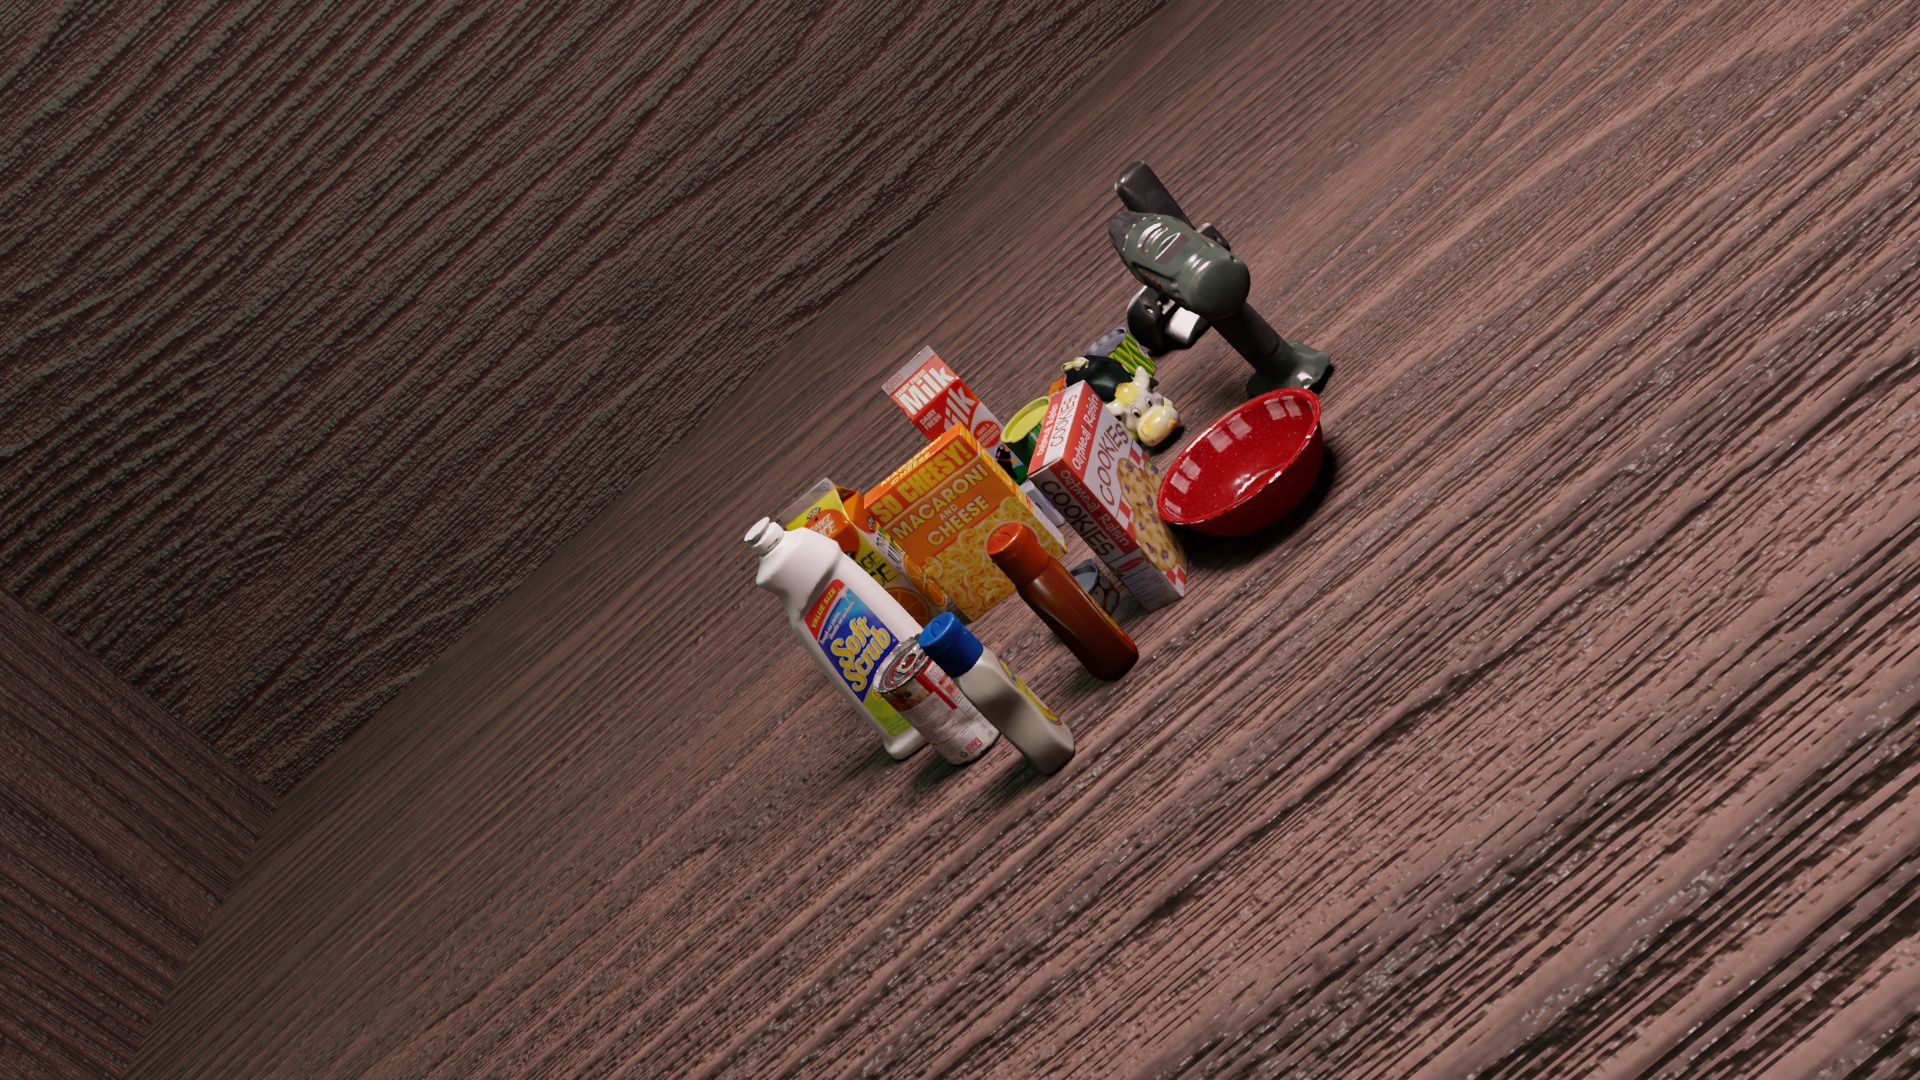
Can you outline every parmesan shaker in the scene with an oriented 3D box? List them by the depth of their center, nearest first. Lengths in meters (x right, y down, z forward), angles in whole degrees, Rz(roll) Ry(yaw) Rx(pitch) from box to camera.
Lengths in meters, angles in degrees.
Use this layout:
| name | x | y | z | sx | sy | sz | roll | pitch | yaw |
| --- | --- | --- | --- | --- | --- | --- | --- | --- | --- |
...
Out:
| name | x | y | z | sx | sy | sz | roll | pitch | yaw |
| --- | --- | --- | --- | --- | --- | --- | --- | --- | --- |
| parmesan shaker | 0.098 | -0.087 | 1.424 | 0.071 | 0.103 | 0.071 | -36 | 21 | 17 |

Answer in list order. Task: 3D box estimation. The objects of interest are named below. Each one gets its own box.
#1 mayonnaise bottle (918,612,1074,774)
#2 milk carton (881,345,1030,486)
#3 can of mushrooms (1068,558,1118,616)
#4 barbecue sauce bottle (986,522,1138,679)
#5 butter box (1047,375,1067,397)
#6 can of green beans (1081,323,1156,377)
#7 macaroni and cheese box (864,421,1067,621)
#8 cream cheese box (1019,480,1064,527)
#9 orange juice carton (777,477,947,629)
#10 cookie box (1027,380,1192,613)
| name | x | y | z | sx | sy | sz | roll | pitch | yaw |
| --- | --- | --- | --- | --- | --- | --- | --- | --- | --- |
| mayonnaise bottle | 0.028 | 0.118 | 1.086 | 0.041 | 0.148 | 0.065 | -41 | 20 | 5 |
| milk carton | 0.000 | -0.127 | 1.556 | 0.072 | 0.190 | 0.073 | -42 | 20 | 2 |
| can of mushrooms | 0.107 | 0.052 | 1.235 | 0.071 | 0.033 | 0.071 | -36 | 21 | 17 |
| barbecue sauce bottle | 0.080 | 0.049 | 1.126 | 0.044 | 0.148 | 0.065 | -45 | 20 | -6 |
| butter box | 0.117 | -0.137 | 1.560 | 0.024 | 0.053 | 0.104 | -29 | 24 | 32 |
| can of green beans | 0.178 | -0.198 | 1.563 | 0.071 | 0.057 | 0.071 | -36 | 21 | 17 |
| macaroni and cheese box | 0.005 | -0.017 | 1.366 | 0.123 | 0.166 | 0.040 | -37 | 21 | 14 |
| cream cheese box | 0.054 | -0.020 | 1.443 | 0.103 | 0.053 | 0.024 | -30 | 24 | 30 |
| orange juice carton | -0.101 | 0.022 | 1.444 | 0.071 | 0.192 | 0.073 | -36 | 21 | 18 |
| cookie box | 0.130 | -0.038 | 1.179 | 0.040 | 0.167 | 0.123 | -30 | 24 | 31 |
